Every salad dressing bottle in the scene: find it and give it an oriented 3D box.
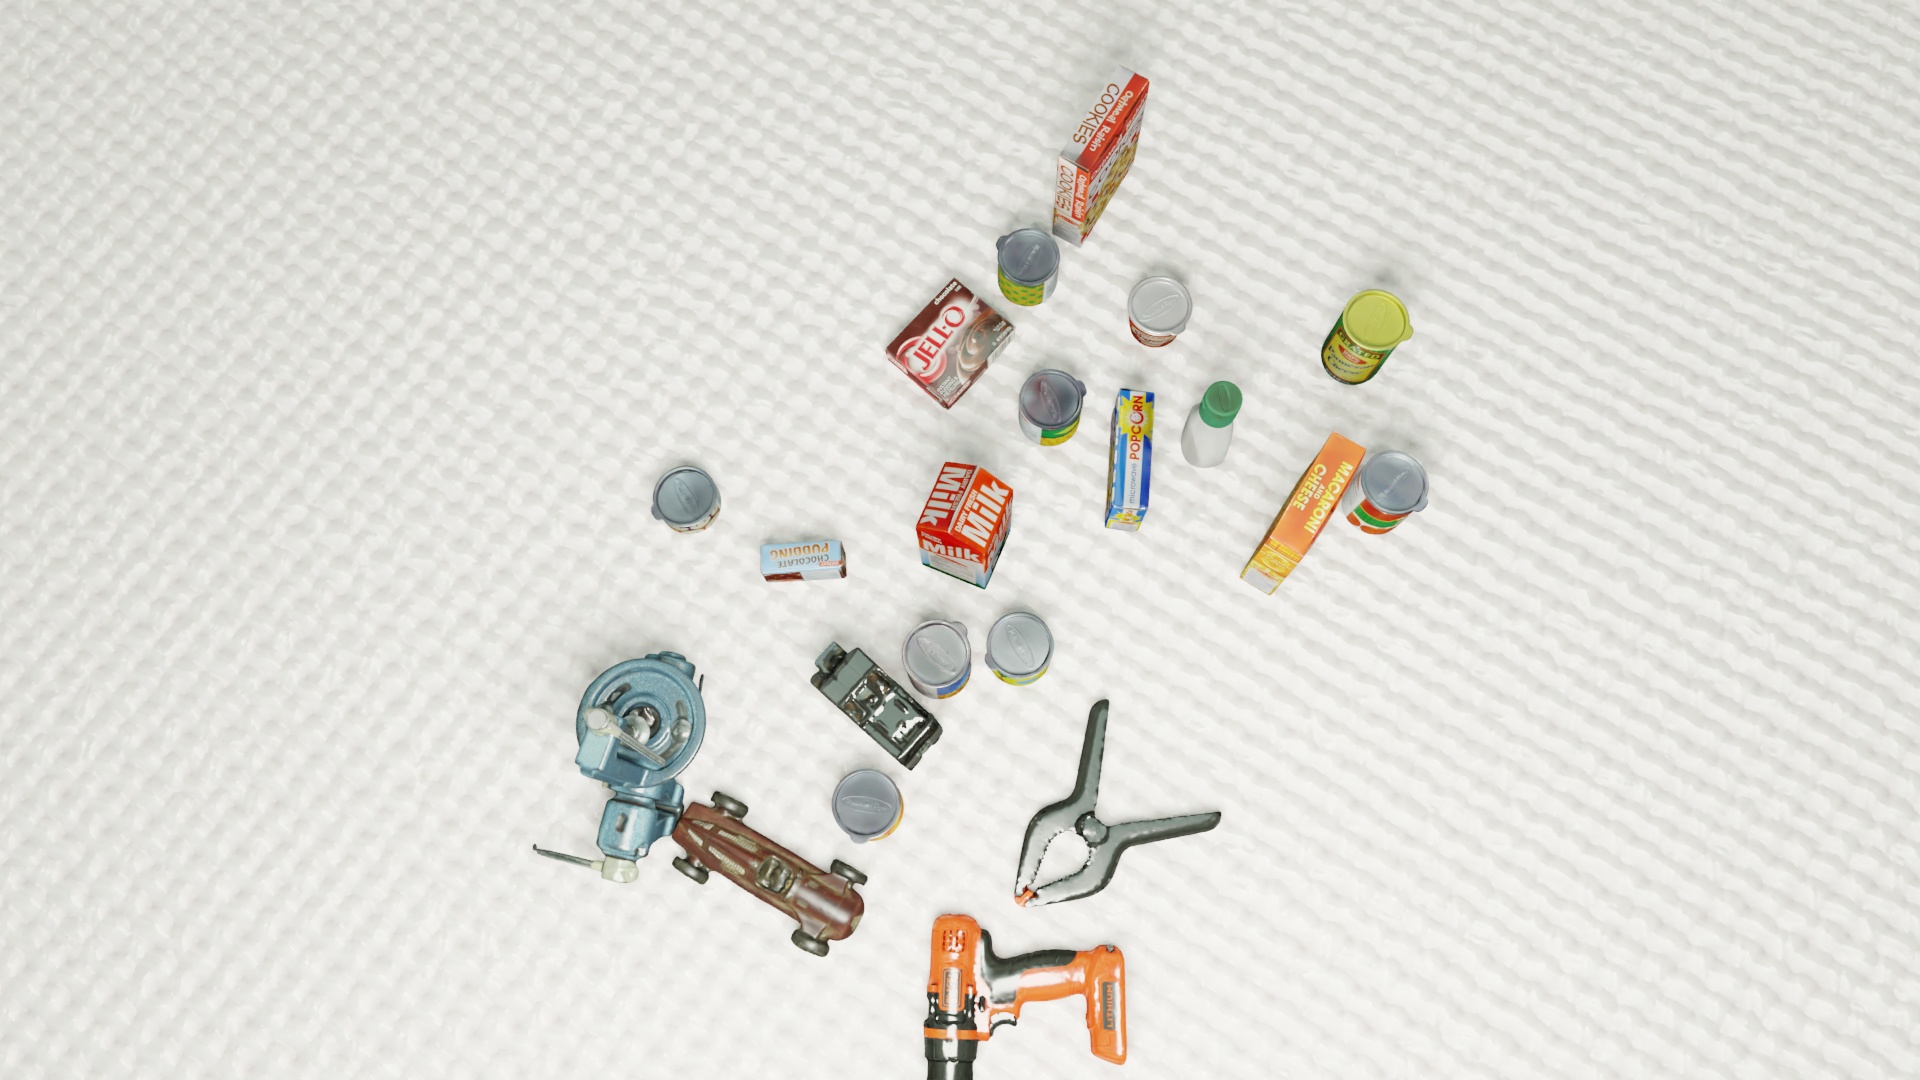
[{"bbox_3d":[0.251,-0.117,1.388,0.044,0.147,0.064,-6,75,0],"label":"salad dressing bottle"}]

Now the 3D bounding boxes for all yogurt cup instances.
[{"bbox_3d":[0.208,-0.239,1.470,0.072,0.054,0.072,0,75,1],"label":"yogurt cup"}]

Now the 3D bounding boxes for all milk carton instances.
[{"bbox_3d":[0.005,-0.017,1.343,0.073,0.190,0.072,22,77,7],"label":"milk carton"}]

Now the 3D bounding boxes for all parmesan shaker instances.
[{"bbox_3d":[0.418,-0.206,1.432,0.071,0.103,0.071,0,75,1],"label":"parmesan shaker"}]

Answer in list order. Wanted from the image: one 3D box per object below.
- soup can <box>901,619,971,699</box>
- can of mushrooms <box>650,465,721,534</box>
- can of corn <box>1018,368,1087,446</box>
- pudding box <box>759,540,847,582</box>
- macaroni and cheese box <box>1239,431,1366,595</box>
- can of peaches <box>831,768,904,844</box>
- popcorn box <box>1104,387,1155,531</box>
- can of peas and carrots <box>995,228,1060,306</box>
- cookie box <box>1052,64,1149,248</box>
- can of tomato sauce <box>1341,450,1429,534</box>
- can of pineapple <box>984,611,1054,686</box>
[{"bbox_3d":[-0.020,0.116,1.363,0.071,0.083,0.071,0,75,1],"label":"soup can"},{"bbox_3d":[-0.284,-0.040,1.436,0.071,0.033,0.071,0,75,1],"label":"can of mushrooms"},{"bbox_3d":[0.095,-0.138,1.443,0.071,0.058,0.071,0,75,1],"label":"can of corn"},{"bbox_3d":[-0.159,0.022,1.409,0.084,0.049,0.030,-4,75,0],"label":"pudding box"},{"bbox_3d":[0.332,-0.023,1.351,0.040,0.166,0.124,31,78,9],"label":"macaroni and cheese box"},{"bbox_3d":[-0.089,0.258,1.340,0.071,0.058,0.071,0,75,1],"label":"can of peaches"},{"bbox_3d":[0.171,-0.080,1.412,0.038,0.085,0.127,5,75,2],"label":"popcorn box"},{"bbox_3d":[0.070,-0.292,1.484,0.071,0.058,0.071,0,75,1],"label":"can of peas and carrots"},{"bbox_3d":[0.146,-0.398,1.456,0.040,0.167,0.123,30,78,8],"label":"cookie box"},{"bbox_3d":[0.428,-0.046,1.399,0.071,0.083,0.071,0,75,1],"label":"can of tomato sauce"},{"bbox_3d":[0.057,0.109,1.377,0.071,0.057,0.071,0,75,1],"label":"can of pineapple"}]
